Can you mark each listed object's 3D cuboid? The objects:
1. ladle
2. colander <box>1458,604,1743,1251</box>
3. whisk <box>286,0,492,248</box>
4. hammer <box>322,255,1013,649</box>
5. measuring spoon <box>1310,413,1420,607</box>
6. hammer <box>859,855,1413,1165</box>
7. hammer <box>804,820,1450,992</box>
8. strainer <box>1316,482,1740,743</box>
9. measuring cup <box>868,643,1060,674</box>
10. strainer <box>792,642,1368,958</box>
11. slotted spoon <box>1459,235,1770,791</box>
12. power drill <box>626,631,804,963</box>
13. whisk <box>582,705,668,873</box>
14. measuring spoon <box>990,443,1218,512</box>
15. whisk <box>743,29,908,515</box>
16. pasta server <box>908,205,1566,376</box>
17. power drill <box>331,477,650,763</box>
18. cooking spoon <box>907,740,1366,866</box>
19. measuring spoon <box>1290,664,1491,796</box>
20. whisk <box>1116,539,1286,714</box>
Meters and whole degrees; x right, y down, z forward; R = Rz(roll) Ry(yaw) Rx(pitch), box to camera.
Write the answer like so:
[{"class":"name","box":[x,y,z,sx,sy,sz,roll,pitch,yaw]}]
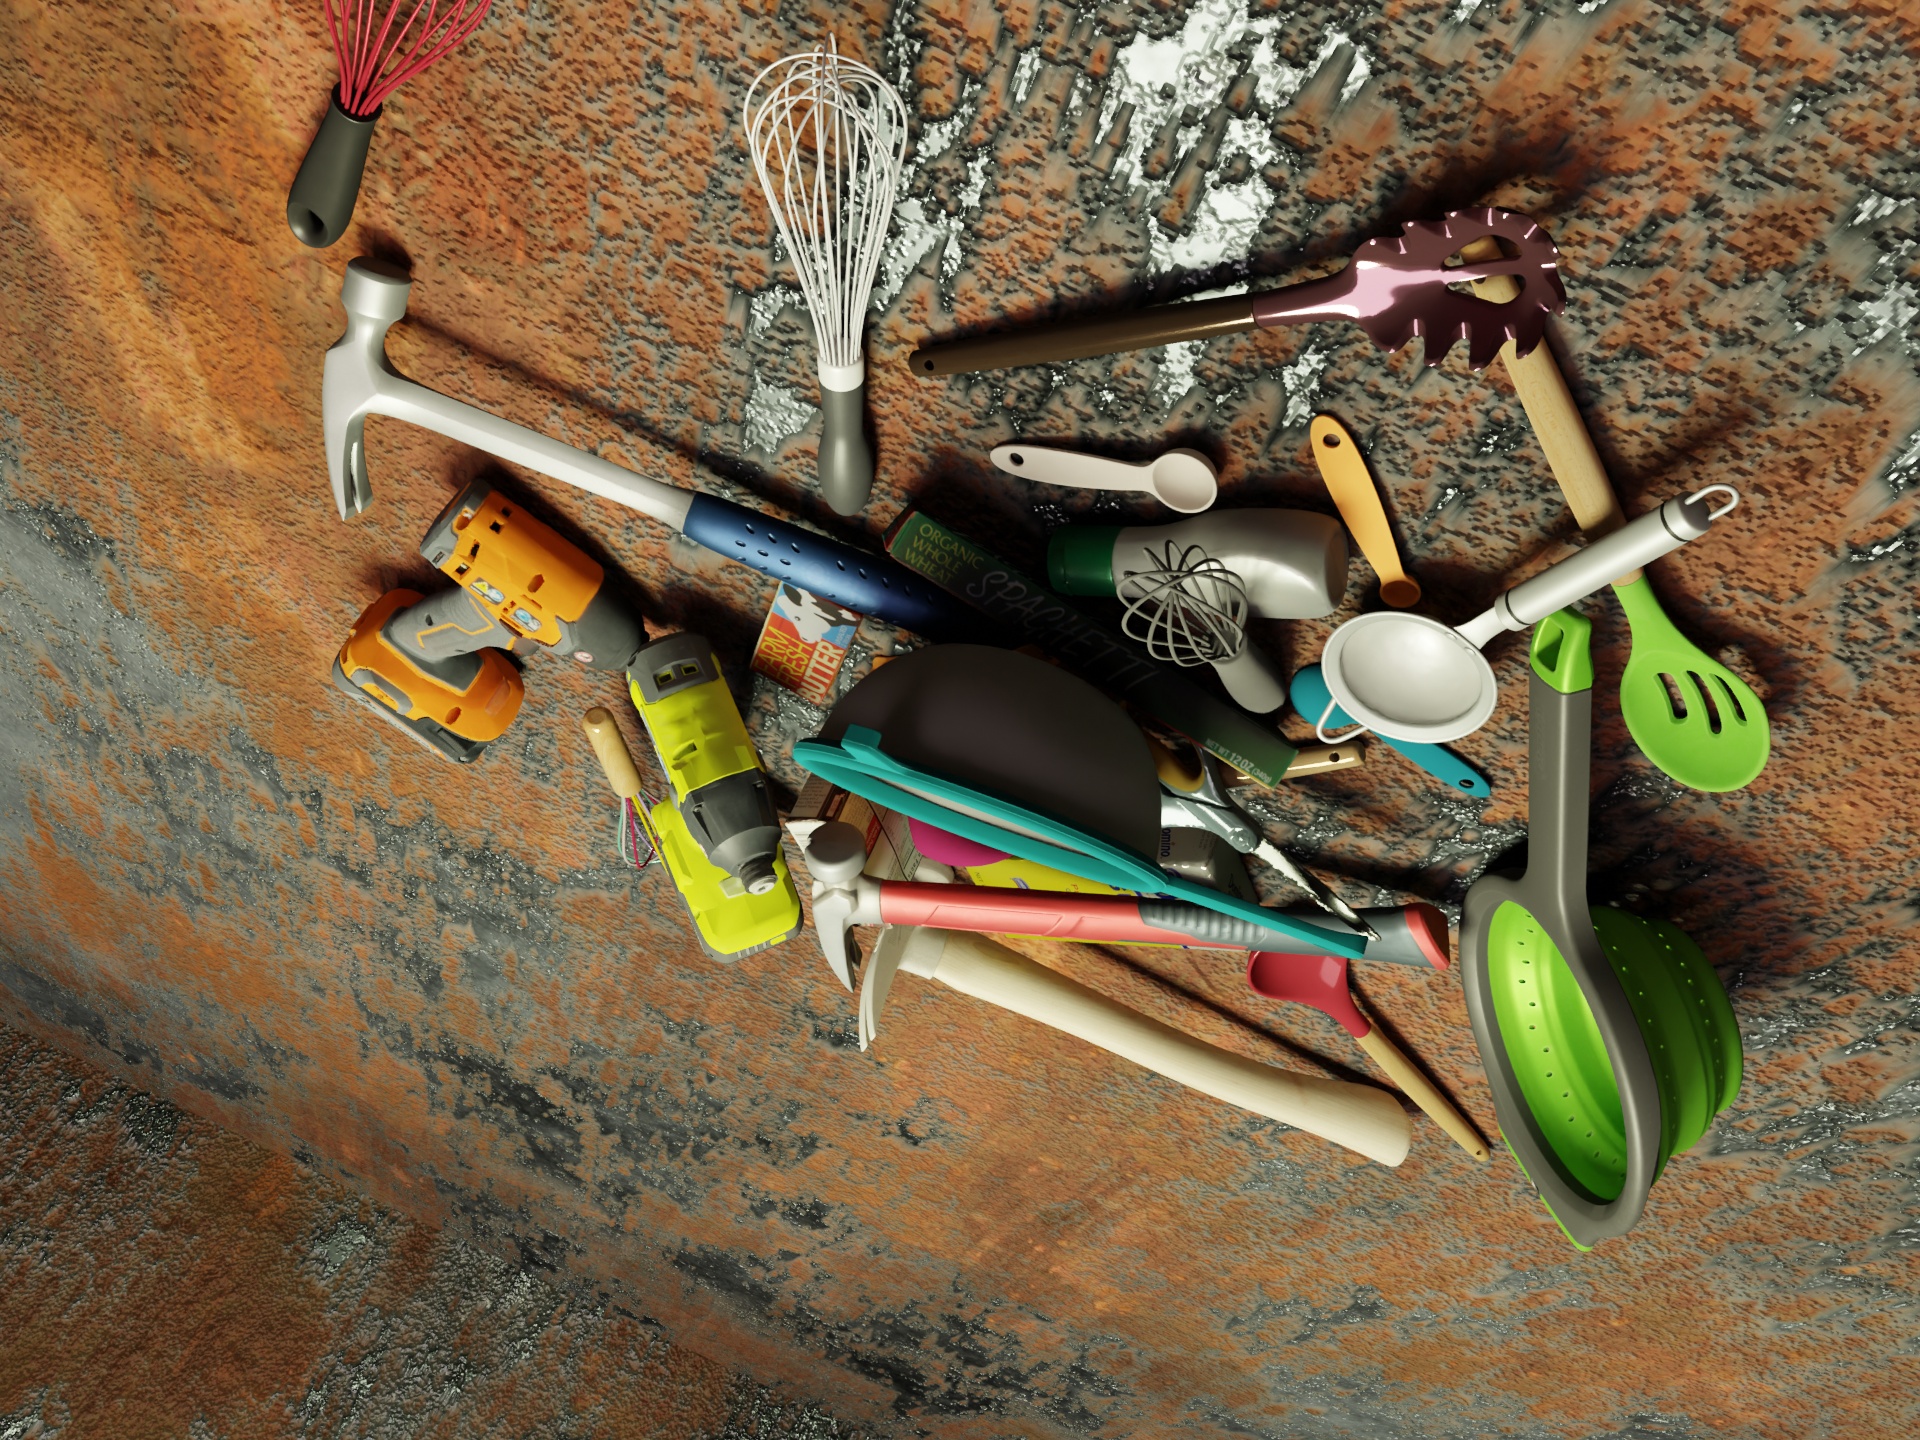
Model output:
[{"class":"ladle","box":[0.290,0.225,1.092,0.069,0.031,0.315,-37,121,14]},{"class":"colander","box":[0.351,0.105,0.846,0.094,0.205,0.396,-14,121,-4]},{"class":"whisk","box":[-0.276,-0.299,0.740,0.073,0.073,0.296,38,149,-17]},{"class":"hammer","box":[-0.163,-0.116,0.890,0.405,0.035,0.144,22,116,-2]},{"class":"measuring spoon","box":[0.192,-0.100,0.754,0.021,0.011,0.116,-10,128,34]},{"class":"hammer","box":[0.129,0.234,1.124,0.410,0.146,0.038,23,144,-6]},{"class":"hammer","box":[0.101,0.132,0.985,0.386,0.038,0.143,3,137,9]},{"class":"strainer","box":[0.252,-0.049,0.731,0.087,0.050,0.258,38,150,-8]},{"class":"measuring cup","box":[-0.002,-0.003,0.953,0.095,0.052,0.173,41,144,-21]},{"class":"strainer","box":[0.082,0.037,0.867,0.340,0.095,0.211,20,172,-11]},{"class":"slotted spoon","box":[0.287,-0.083,0.701,0.070,0.031,0.313,5,141,51]},{"class":"power drill","box":[-0.156,0.067,1.039,0.223,0.080,0.171,97,150,-62]},{"class":"whisk","box":[-0.238,0.053,1.147,0.051,0.047,0.244,5,152,4]},{"class":"measuring spoon","box":[0.071,-0.127,0.789,0.124,0.018,0.034,13,138,28]},{"class":"whisk","box":[-0.057,-0.192,0.749,0.070,0.070,0.284,18,149,9]},{"class":"pasta server","box":[0.100,-0.169,0.679,0.316,0.040,0.060,1,118,37]},{"class":"power drill","box":[-0.305,-0.052,1.053,0.164,0.084,0.226,38,139,-21]},{"class":"cooking spoon","box":[0.093,0.043,0.969,0.319,0.017,0.069,-12,90,34]},{"class":"measuring spoon","box":[0.233,0.013,0.860,0.128,0.021,0.042,31,144,-7]},{"class":"whisk","box":[0.126,-0.035,0.770,0.055,0.055,0.238,7,171,23]}]
